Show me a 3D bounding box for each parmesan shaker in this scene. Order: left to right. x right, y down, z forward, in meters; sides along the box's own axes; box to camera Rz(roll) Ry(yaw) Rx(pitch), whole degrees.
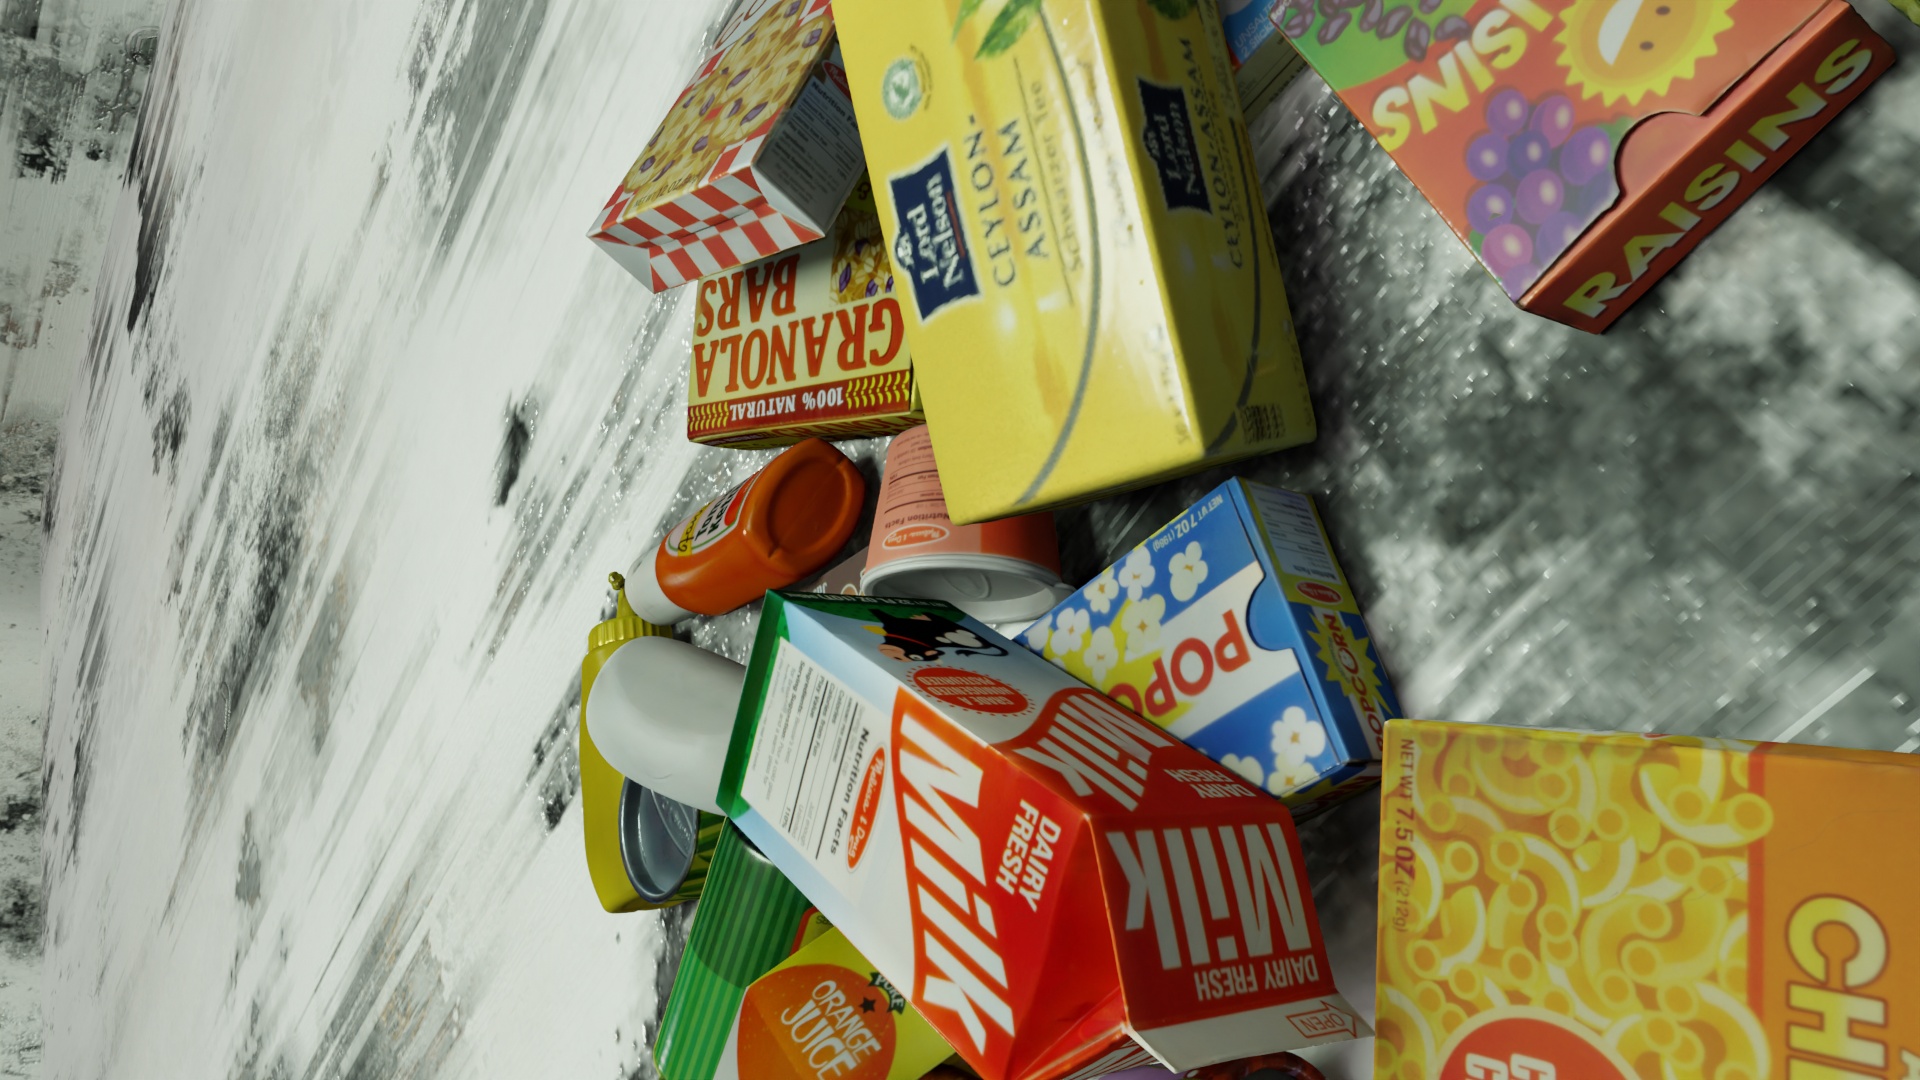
[{"bbox_3d":[-0.071,0.155,0.522,0.071,0.071,0.102,32,108,48],"label":"parmesan shaker"}]

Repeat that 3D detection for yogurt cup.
[{"bbox_3d":[0.002,-0.006,0.468,0.072,0.072,0.054,-20,61,47],"label":"yogurt cup"}]

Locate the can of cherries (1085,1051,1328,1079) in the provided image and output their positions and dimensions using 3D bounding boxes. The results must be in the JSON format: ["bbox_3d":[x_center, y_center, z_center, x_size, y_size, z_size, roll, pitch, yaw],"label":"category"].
[{"bbox_3d":[0.062,0.169,0.357,0.058,0.071,0.071,-30,62,44],"label":"can of cherries"}]

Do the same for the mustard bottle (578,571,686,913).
[{"bbox_3d":[-0.148,0.087,0.643,0.065,0.049,0.161,-35,58,46],"label":"mustard bottle"}]

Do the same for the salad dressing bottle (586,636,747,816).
[{"bbox_3d":[-0.065,0.081,0.503,0.148,0.064,0.043,21,116,22],"label":"salad dressing bottle"}]

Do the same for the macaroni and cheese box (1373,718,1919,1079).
[{"bbox_3d":[0.163,0.102,0.272,0.166,0.040,0.124,-3,82,51],"label":"macaroni and cheese box"}]

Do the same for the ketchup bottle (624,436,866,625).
[{"bbox_3d":[-0.099,0.005,0.594,0.148,0.043,0.065,-24,27,52],"label":"ketchup bottle"}]

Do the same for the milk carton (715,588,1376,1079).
[{"bbox_3d":[0.015,0.079,0.368,0.191,0.072,0.073,28,107,50],"label":"milk carton"}]

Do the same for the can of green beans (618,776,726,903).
[{"bbox_3d":[-0.100,0.114,0.573,0.071,0.058,0.071,-11,76,49],"label":"can of green beans"}]

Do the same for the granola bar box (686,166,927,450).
[{"bbox_3d":[-0.052,-0.104,0.567,0.165,0.039,0.124,-1,83,50],"label":"granola bar box"}]

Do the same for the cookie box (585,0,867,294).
[{"bbox_3d":[-0.064,-0.181,0.538,0.123,0.040,0.168,-3,54,50],"label":"cookie box"}]

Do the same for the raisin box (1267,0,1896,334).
[{"bbox_3d":[0.141,-0.123,0.337,0.085,0.040,0.124,-49,50,32],"label":"raisin box"}]

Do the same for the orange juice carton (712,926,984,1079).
[{"bbox_3d":[-0.044,0.217,0.477,0.072,0.073,0.192,38,112,48],"label":"orange juice carton"}]

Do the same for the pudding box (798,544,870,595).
[{"bbox_3d":[-0.041,0.038,0.537,0.083,0.030,0.050,-31,62,44],"label":"pudding box"}]

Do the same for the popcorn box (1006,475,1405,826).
[{"bbox_3d":[0.060,0.051,0.406,0.126,0.038,0.085,-41,54,39],"label":"popcorn box"}]

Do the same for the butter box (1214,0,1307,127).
[{"bbox_3d":[0.073,-0.150,0.434,0.103,0.024,0.053,-44,54,37],"label":"butter box"}]
